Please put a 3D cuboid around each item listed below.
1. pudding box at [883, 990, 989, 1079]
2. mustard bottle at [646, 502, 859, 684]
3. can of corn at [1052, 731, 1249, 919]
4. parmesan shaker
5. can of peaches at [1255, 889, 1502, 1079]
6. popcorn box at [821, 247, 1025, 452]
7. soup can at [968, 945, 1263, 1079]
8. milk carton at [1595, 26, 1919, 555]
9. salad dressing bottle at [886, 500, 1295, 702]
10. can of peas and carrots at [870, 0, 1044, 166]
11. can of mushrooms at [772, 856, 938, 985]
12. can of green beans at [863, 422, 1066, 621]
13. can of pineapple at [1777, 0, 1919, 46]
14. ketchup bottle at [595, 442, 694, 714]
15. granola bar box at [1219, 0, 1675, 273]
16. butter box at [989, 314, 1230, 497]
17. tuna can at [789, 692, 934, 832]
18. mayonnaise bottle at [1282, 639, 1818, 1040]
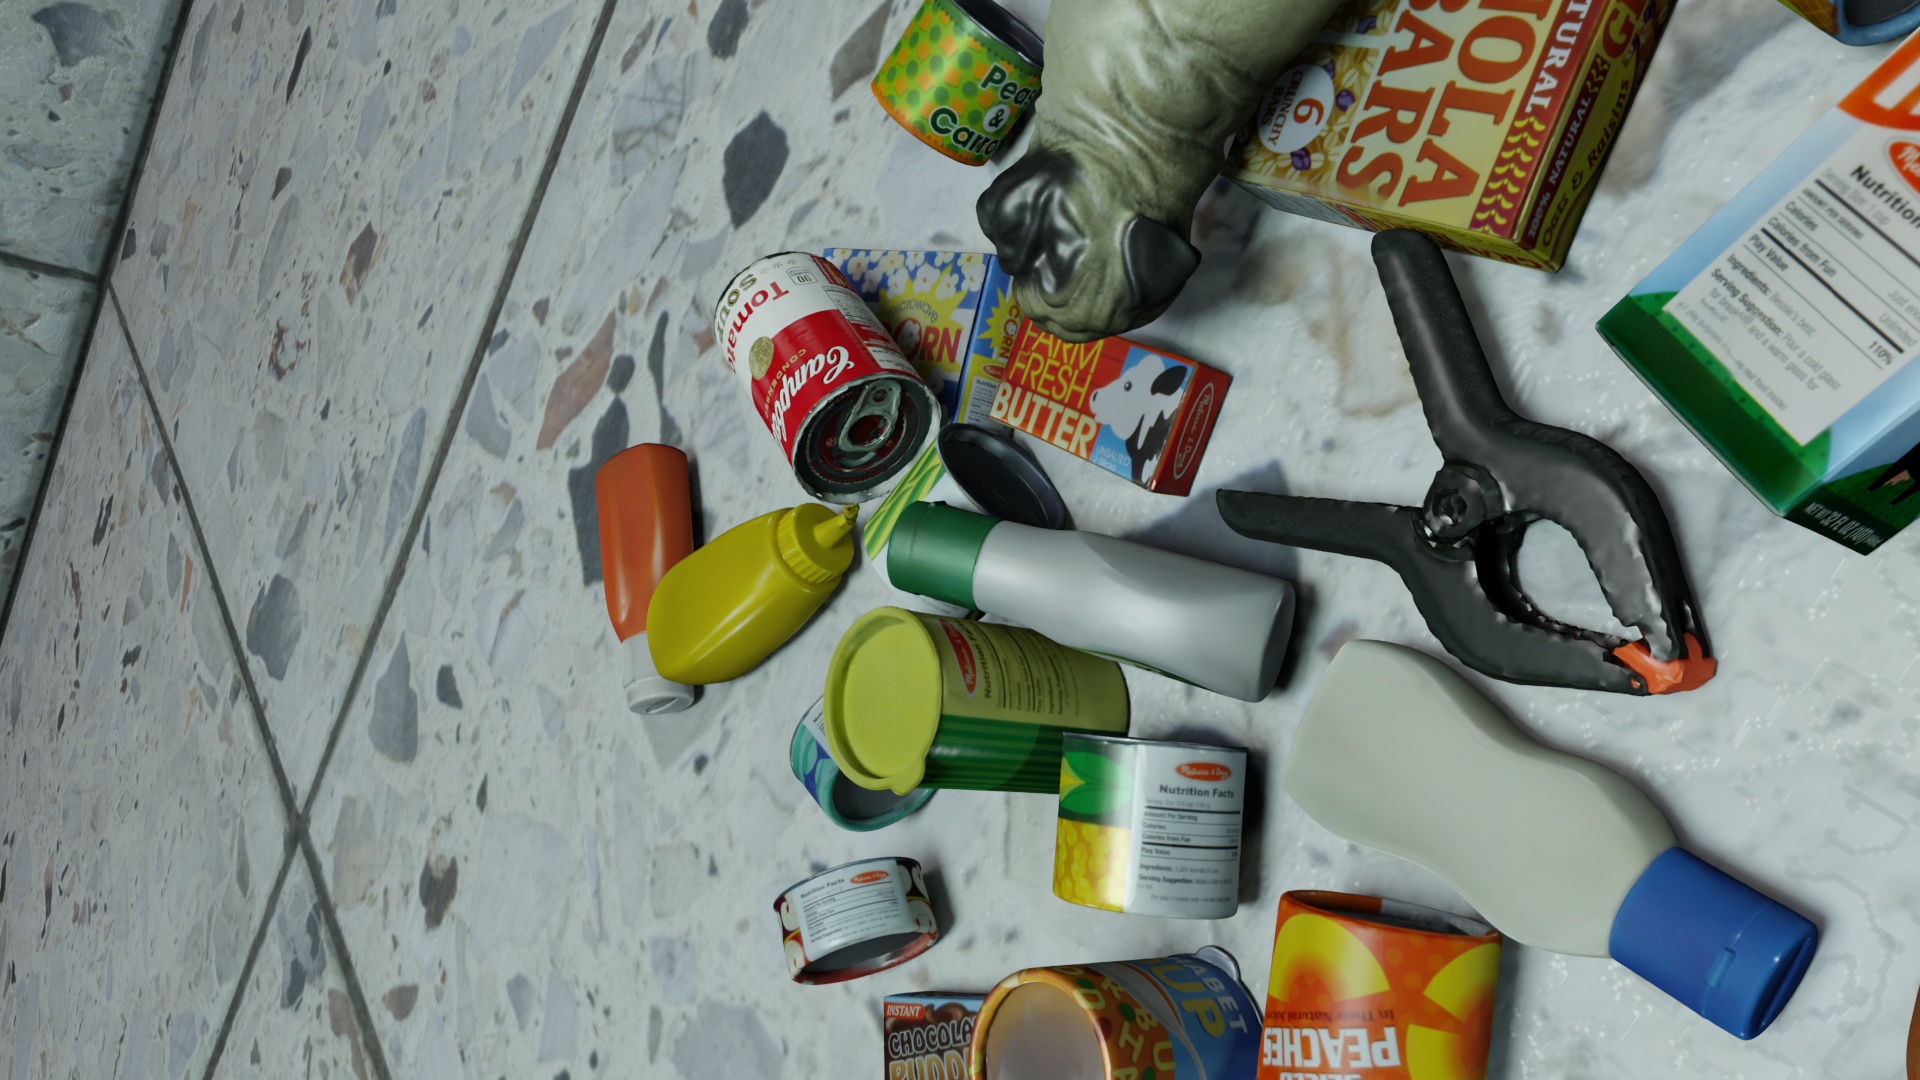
[{"bbox_3d":[0.007,0.208,0.558,0.083,0.030,0.050,-15,69,44],"label":"pudding box"},{"bbox_3d":[-0.098,0.021,0.700,0.159,0.049,0.065,-32,58,37],"label":"mustard bottle"},{"bbox_3d":[0.066,0.100,0.495,0.071,0.071,0.058,-2,80,47],"label":"can of corn"},{"bbox_3d":[0.008,0.067,0.535,0.071,0.103,0.071,-14,71,45],"label":"parmesan shaker"},{"bbox_3d":[0.124,0.140,0.418,0.071,0.071,0.058,4,83,47],"label":"can of peaches"},{"bbox_3d":[-0.023,-0.091,0.654,0.127,0.038,0.085,15,93,47],"label":"popcorn box"},{"bbox_3d":[0.055,0.175,0.474,0.071,0.084,0.071,-14,71,44],"label":"soup can"},{"bbox_3d":[0.261,-0.088,0.327,0.189,0.072,0.074,-49,50,29],"label":"milk carton"},{"bbox_3d":[0.045,0.018,0.510,0.148,0.064,0.044,15,101,24],"label":"salad dressing bottle"},{"bbox_3d":[0.002,-0.213,0.636,0.058,0.071,0.071,-51,49,27],"label":"can of peas and carrots"},{"bbox_3d":[-0.044,0.165,0.598,0.070,0.071,0.033,-41,55,33],"label":"can of mushrooms"},{"bbox_3d":[0.001,-0.007,0.587,0.057,0.071,0.071,-49,50,28],"label":"can of green beans"},{"bbox_3d":[0.241,-0.175,0.374,0.070,0.071,0.058,-50,50,27],"label":"can of pineapple"},{"bbox_3d":[-0.176,0.022,0.786,0.064,0.043,0.149,-30,60,40],"label":"ketchup bottle"},{"bbox_3d":[0.172,-0.186,0.468,0.124,0.039,0.165,30,103,46],"label":"granola bar box"},{"bbox_3d":[0.058,-0.059,0.570,0.103,0.024,0.053,30,103,46],"label":"butter box"},{"bbox_3d":[-0.038,0.094,0.608,0.033,0.071,0.071,41,111,43],"label":"tuna can"},{"bbox_3d":[0.167,0.086,0.409,0.148,0.041,0.064,33,107,44],"label":"mayonnaise bottle"}]
